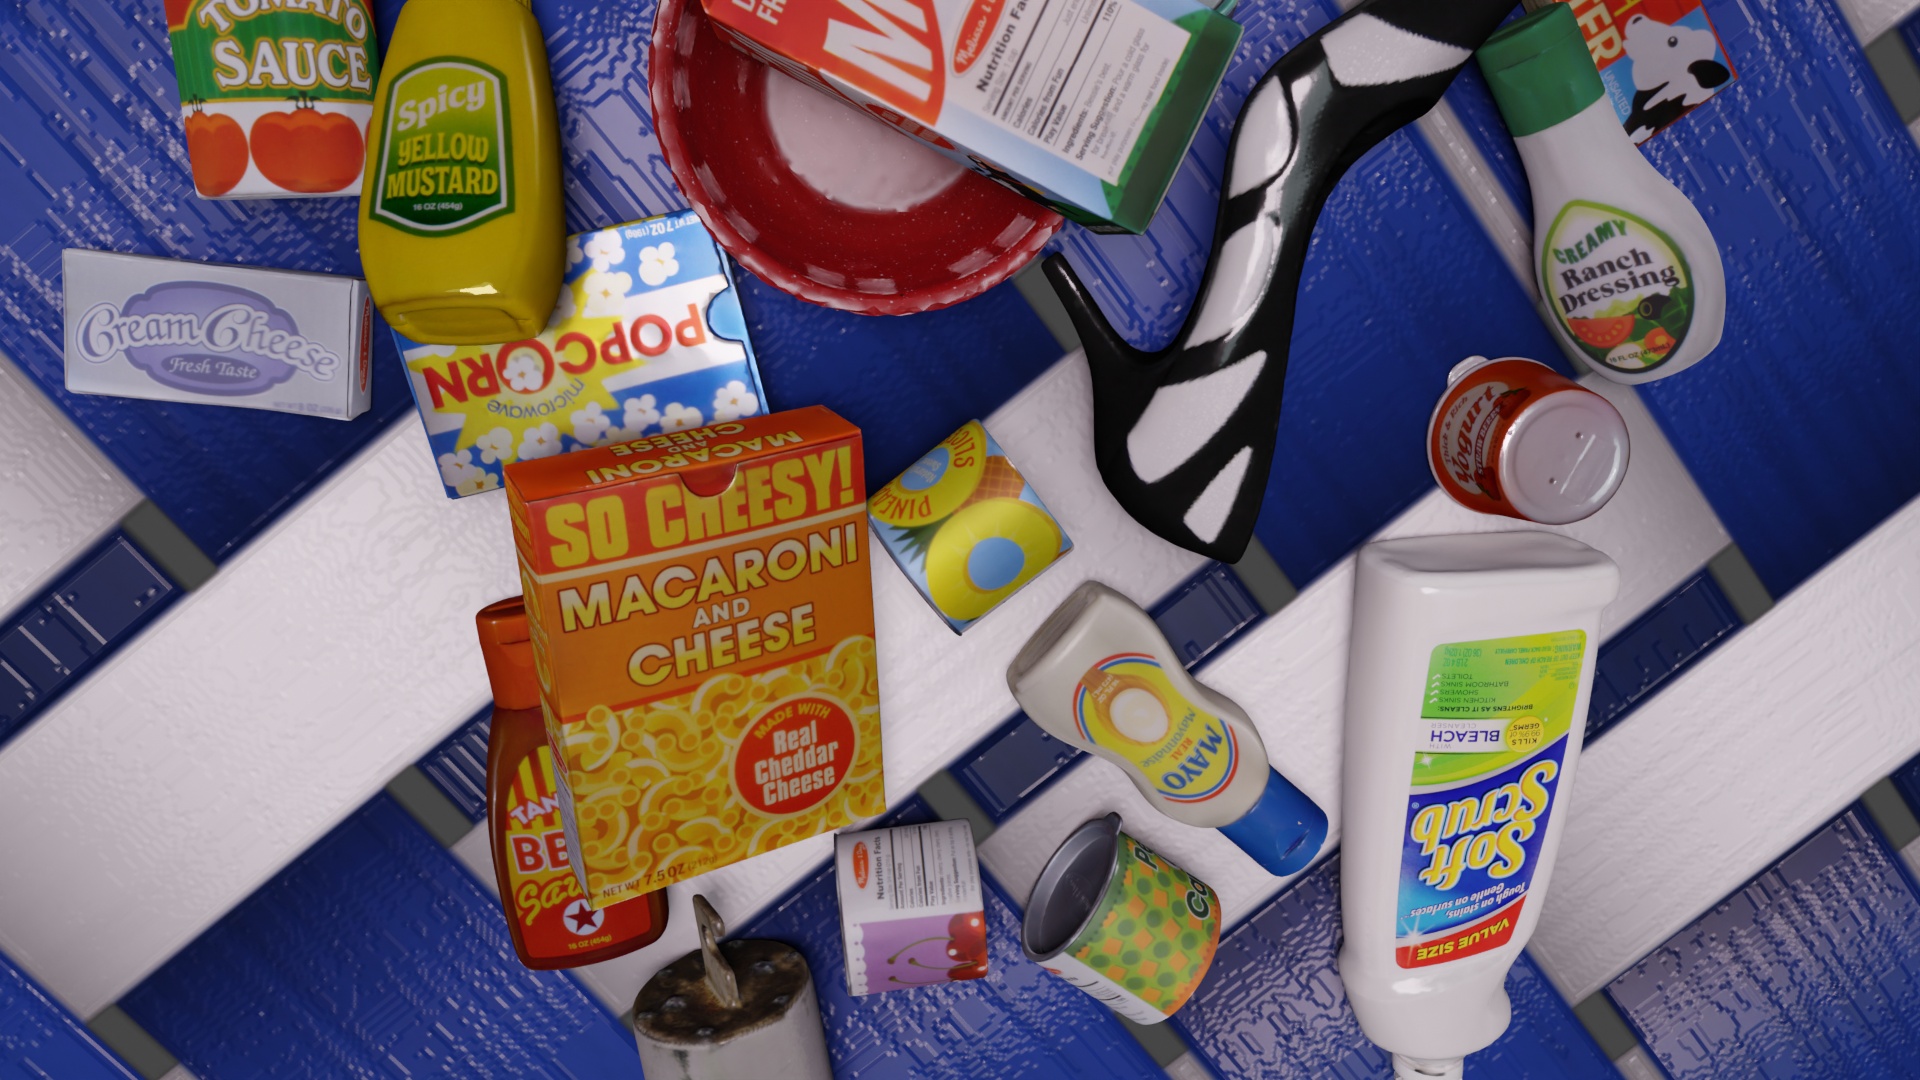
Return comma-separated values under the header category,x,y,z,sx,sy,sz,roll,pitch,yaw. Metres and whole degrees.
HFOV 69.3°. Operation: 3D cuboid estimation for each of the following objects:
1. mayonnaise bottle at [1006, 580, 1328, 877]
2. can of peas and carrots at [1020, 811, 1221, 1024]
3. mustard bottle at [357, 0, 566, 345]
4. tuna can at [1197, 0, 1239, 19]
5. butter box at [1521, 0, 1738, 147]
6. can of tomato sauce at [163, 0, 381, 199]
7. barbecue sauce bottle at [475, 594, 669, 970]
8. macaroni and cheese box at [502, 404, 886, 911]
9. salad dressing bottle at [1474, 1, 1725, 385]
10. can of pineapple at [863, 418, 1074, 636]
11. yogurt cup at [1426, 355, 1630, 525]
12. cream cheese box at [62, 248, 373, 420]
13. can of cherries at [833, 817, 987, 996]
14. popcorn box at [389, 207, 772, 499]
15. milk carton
category,x,y,z,sx,sy,sz,roll,pitch,yaw
mayonnaise bottle,0.092,0.084,0.586,0.148,0.041,0.064,40,94,-12
can of peas and carrots,0.069,0.159,0.588,0.058,0.071,0.071,34,97,-13
mustard bottle,-0.173,-0.149,0.486,0.065,0.048,0.160,-4,77,-1
tuna can,0.077,-0.218,0.521,0.071,0.033,0.071,-1,103,-5
butter box,0.256,-0.210,0.545,0.053,0.024,0.103,-34,104,3
can of tomato sauce,-0.236,-0.162,0.483,0.071,0.071,0.083,-3,104,-5
barbecue sauce bottle,-0.162,0.096,0.561,0.065,0.044,0.148,-10,103,-9
macaroni and cheese box,-0.093,0.043,0.521,0.124,0.040,0.165,-14,117,-26
salad dressing bottle,0.247,-0.134,0.542,0.044,0.064,0.147,-44,109,-39
can of pineapple,0.002,-0.007,0.543,0.058,0.071,0.071,-37,104,3
yogurt cup,0.233,-0.038,0.566,0.072,0.054,0.072,-1,104,-6
cream cheese box,-0.277,-0.077,0.521,0.104,0.024,0.053,5,102,-7
can of cherries,-0.021,0.153,0.579,0.058,0.071,0.071,-6,103,-5
popcorn box,-0.143,-0.072,0.529,0.127,0.038,0.085,-14,102,-2
milk carton,-0.016,-0.172,0.444,0.190,0.072,0.073,24,99,-12
